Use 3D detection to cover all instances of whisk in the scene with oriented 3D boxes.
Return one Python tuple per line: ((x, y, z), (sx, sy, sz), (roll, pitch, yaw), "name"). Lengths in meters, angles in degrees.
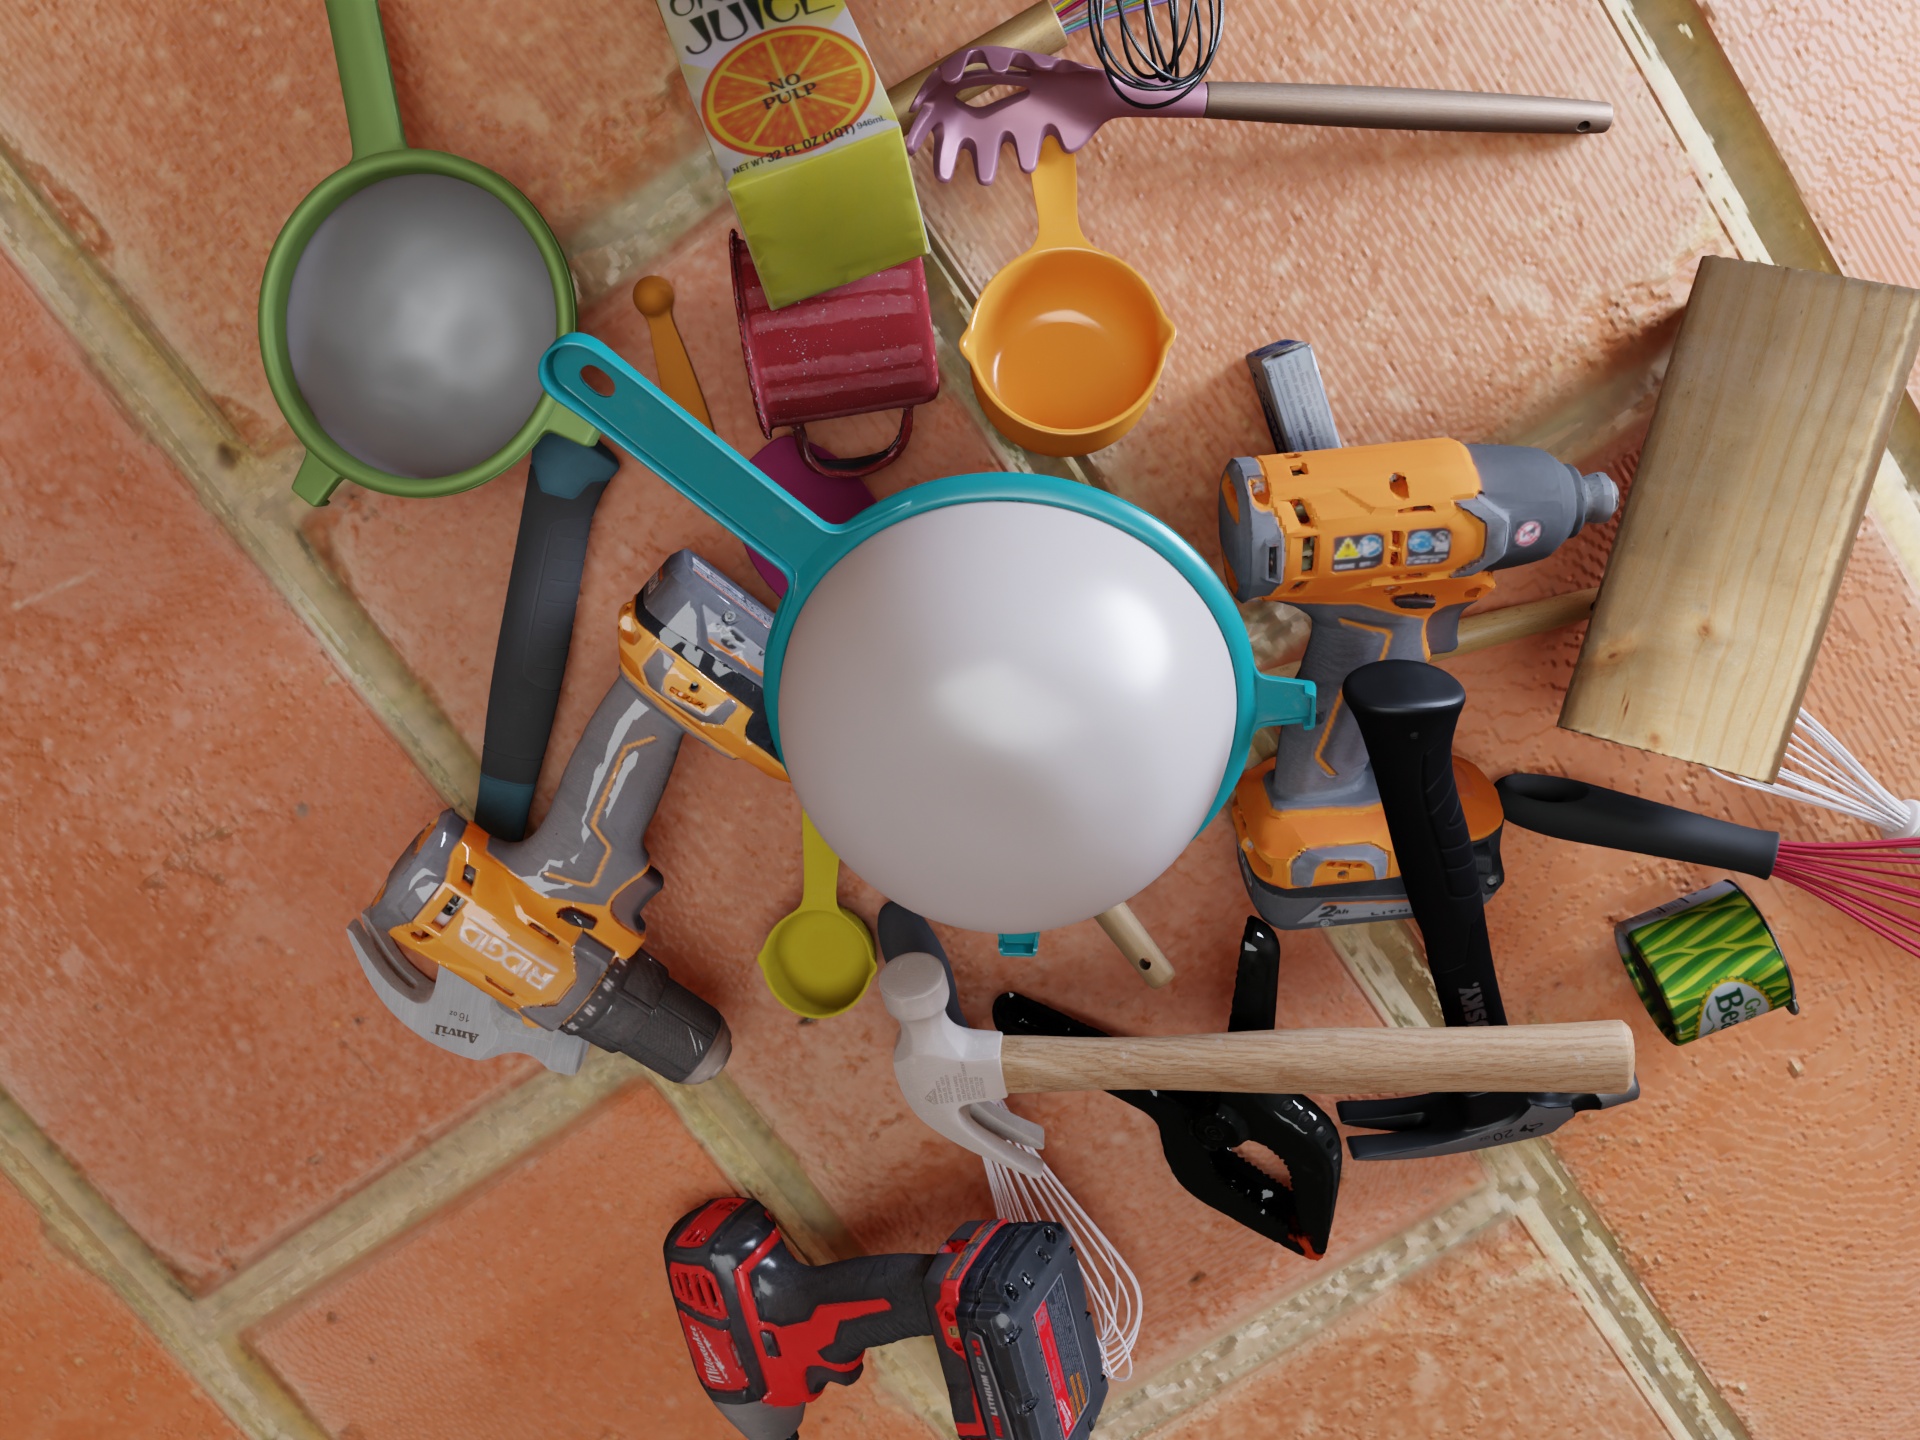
((0.061, -0.321, 0.696), (0.245, 0.047, 0.051), (-25, 84, 12), "whisk")
((0.452, 0.045, 0.775), (0.246, 0.059, 0.057), (29, 146, -9), "whisk")
((0.022, 0.221, 0.828), (0.070, 0.070, 0.284), (-24, 97, 7), "whisk")
((0.399, 0.068, 0.740), (0.296, 0.073, 0.073), (14, 105, 19), "whisk")
((0.072, -0.366, 0.653), (0.055, 0.055, 0.239), (-5, 82, 3), "whisk")

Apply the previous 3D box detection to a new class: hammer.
((0.133, 0.160, 0.735), (0.331, 0.031, 0.130), (-3, 126, 11), "hammer")
((0.219, 0.098, 0.723), (0.146, 0.035, 0.334), (-19, 131, 10), "hammer")
((-0.221, 0.015, 0.793), (0.128, 0.033, 0.331), (14, 104, -3), "hammer")

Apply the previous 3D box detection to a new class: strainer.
((-0.244, -0.227, 0.722), (0.151, 0.069, 0.256), (-10, 92, 12), "strainer")
((-0.032, -0.024, 0.627), (0.340, 0.095, 0.211), (38, 118, -17), "strainer")

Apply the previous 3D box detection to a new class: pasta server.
((0.134, -0.265, 0.696), (0.316, 0.060, 0.040), (0, 60, -5), "pasta server")

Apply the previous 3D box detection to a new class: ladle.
((0.165, -0.022, 0.774), (0.315, 0.031, 0.069), (-14, 114, 3), "ladle")

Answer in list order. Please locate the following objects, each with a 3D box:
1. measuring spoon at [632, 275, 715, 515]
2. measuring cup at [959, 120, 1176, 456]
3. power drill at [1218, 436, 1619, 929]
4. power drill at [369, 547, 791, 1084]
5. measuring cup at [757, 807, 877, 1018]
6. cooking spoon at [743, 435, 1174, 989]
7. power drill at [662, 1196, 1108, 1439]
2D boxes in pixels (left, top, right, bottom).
((-0.133, -0.153, 0.758), (0.021, 0.011, 0.117), (-13, 103, 5), "measuring spoon")
((0.044, -0.204, 0.727), (0.095, 0.052, 0.174), (-4, 79, 0), "measuring cup")
((0.200, -0.019, 0.712), (0.164, 0.084, 0.226), (-6, 124, 1), "power drill")
((-0.139, 0.057, 0.757), (0.185, 0.084, 0.226), (38, 96, -18), "power drill")
((-0.068, 0.072, 0.811), (0.062, 0.029, 0.156), (3, 92, 7), "measuring cup")
((-0.001, -0.002, 0.757), (0.068, 0.017, 0.319), (-39, 86, 15), "cooking spoon")
((-0.045, 0.321, 0.813), (0.220, 0.078, 0.143), (-7, 104, 29), "power drill")
